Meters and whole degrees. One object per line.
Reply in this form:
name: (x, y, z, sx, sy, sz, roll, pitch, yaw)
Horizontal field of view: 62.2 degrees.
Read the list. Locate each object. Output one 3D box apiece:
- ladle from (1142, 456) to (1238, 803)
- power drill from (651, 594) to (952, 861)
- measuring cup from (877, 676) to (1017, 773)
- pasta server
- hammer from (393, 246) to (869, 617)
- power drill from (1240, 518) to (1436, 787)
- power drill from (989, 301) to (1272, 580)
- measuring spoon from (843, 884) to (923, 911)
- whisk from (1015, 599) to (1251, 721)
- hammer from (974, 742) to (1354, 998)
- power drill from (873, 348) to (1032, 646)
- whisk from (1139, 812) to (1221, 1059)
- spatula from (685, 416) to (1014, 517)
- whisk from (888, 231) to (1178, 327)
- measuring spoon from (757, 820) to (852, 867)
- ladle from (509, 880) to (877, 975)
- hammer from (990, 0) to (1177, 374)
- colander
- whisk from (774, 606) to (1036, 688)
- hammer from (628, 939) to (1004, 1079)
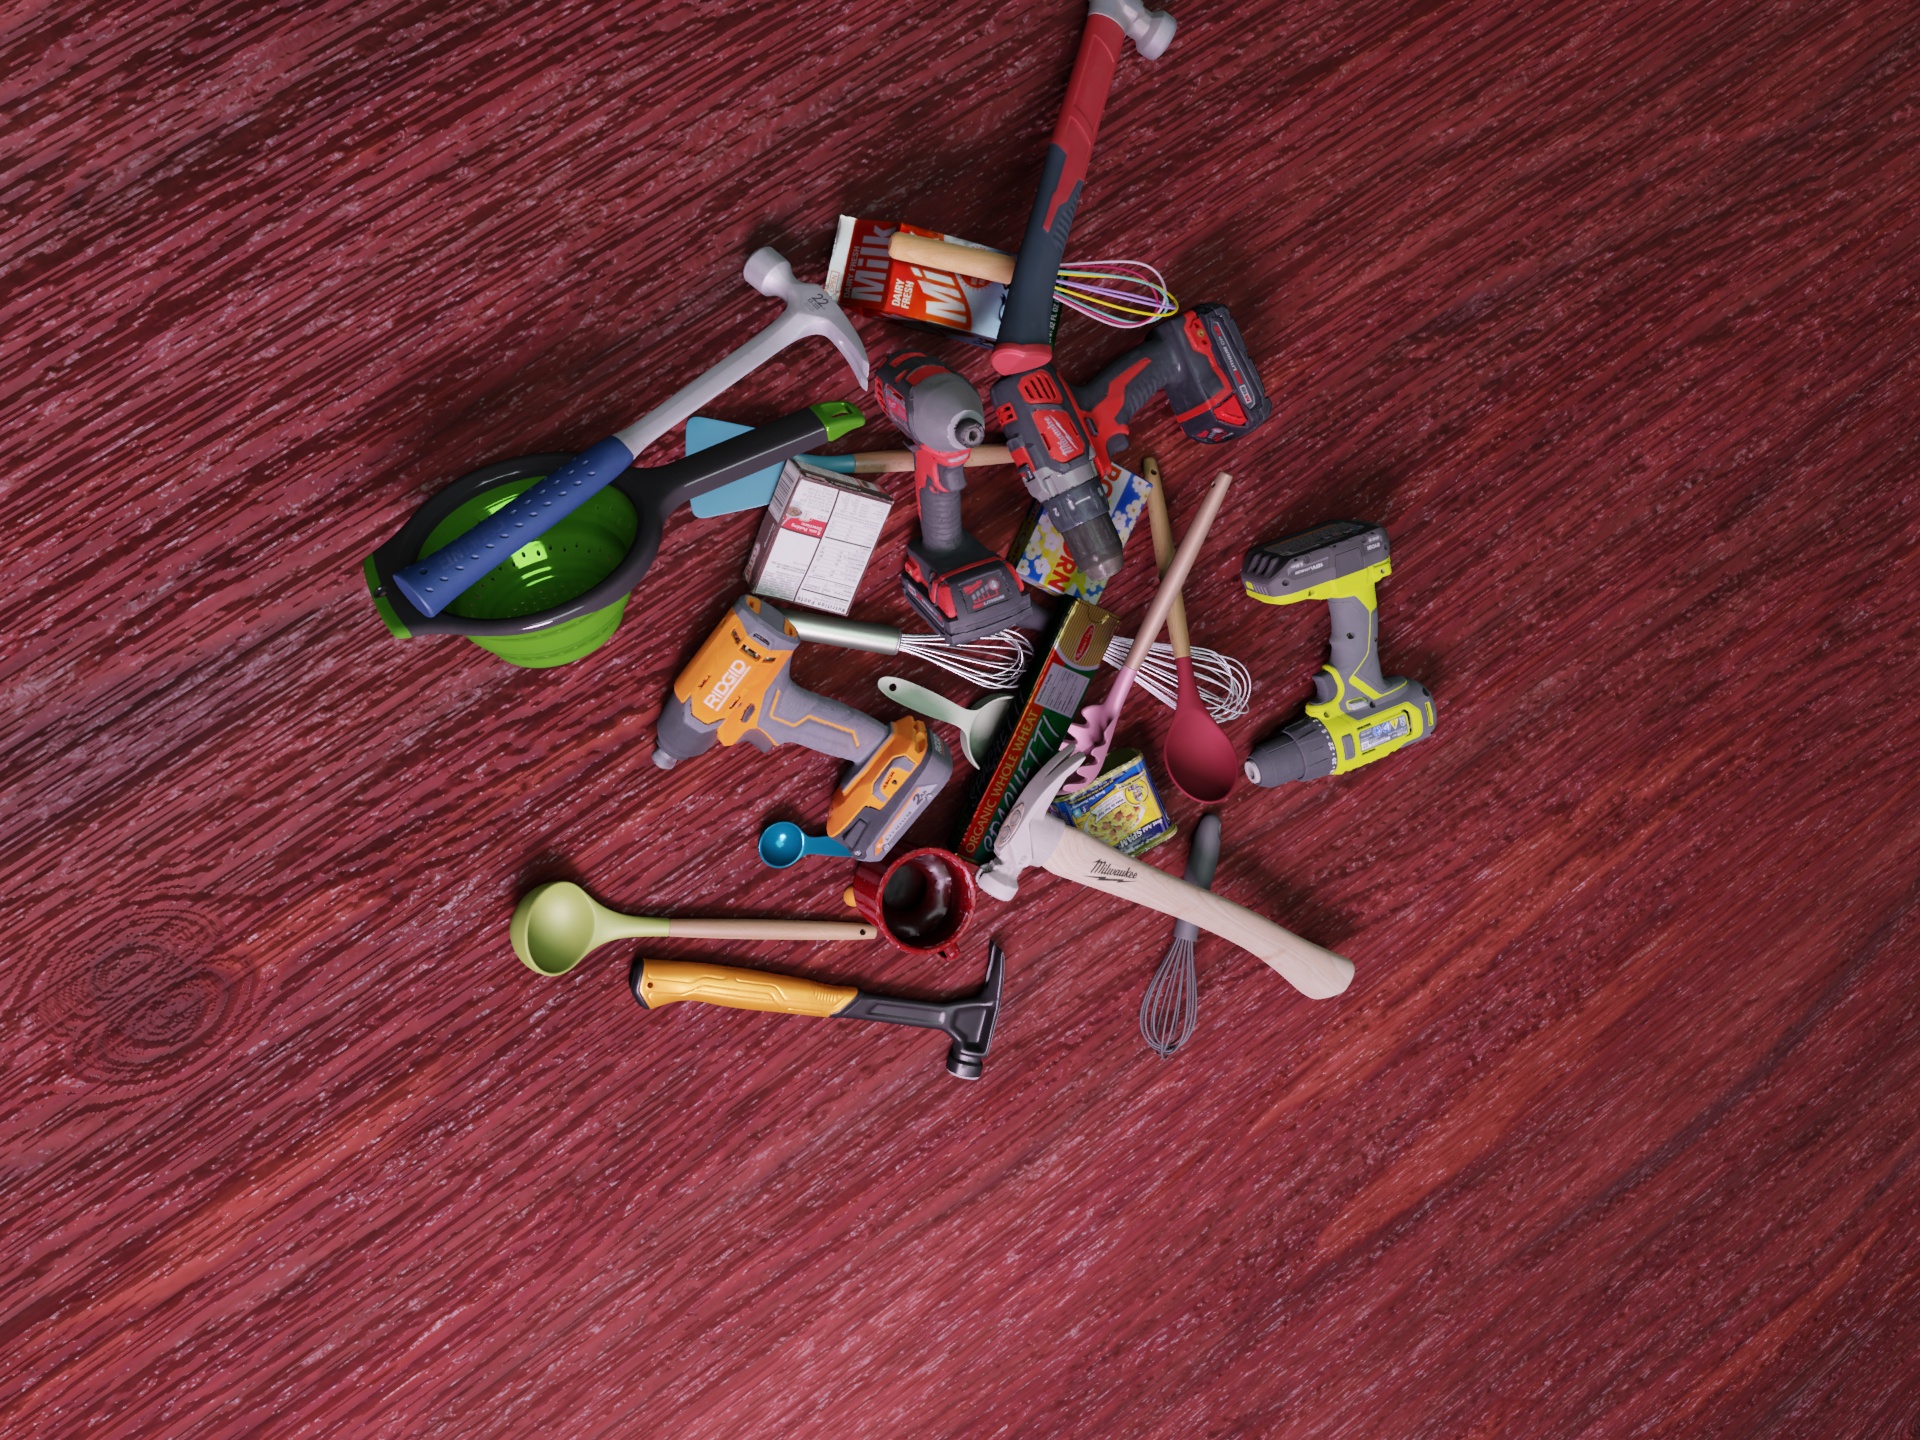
ladle: (0.192, -0.081, 1.407, 0.069, 0.031, 0.315, -6, 82, -18)
power drill: (-0.138, 0.020, 1.333, 0.226, 0.084, 0.164, 36, 105, -17)
measuring cup: (-0.002, -0.004, 1.401, 0.167, 0.038, 0.083, 24, 92, -19)
pasta server: (0.154, -0.072, 1.378, 0.040, 0.060, 0.316, 16, 107, -31)
hammer: (-0.242, -0.208, 1.194, 0.144, 0.035, 0.405, 42, 67, 14)
power drill: (0.338, -0.057, 1.485, 0.190, 0.080, 0.228, -20, 109, -15)
power drill: (0.151, -0.240, 1.353, 0.226, 0.080, 0.188, -27, 96, -21)
measuring spoon: (-0.049, 0.167, 1.431, 0.116, 0.011, 0.021, 13, 96, -20)
whisk: (0.138, -0.064, 1.431, 0.284, 0.070, 0.070, 21, 93, -16)
hammer: (0.212, 0.158, 1.445, 0.410, 0.038, 0.146, 26, 102, -27)
power drill: (-0.007, -0.180, 1.285, 0.078, 0.143, 0.219, -21, 125, -16)
whisk: (0.215, 0.205, 1.512, 0.055, 0.055, 0.239, 12, 92, -20)
spatula: (-0.071, -0.221, 1.345, 0.317, 0.044, 0.082, -7, 103, -22)
whisk: (0.061, -0.358, 1.277, 0.245, 0.051, 0.047, 8, 74, -16)
measuring spoon: (-0.120, 0.107, 1.397, 0.128, 0.021, 0.042, 3, 102, -28)
ladle: (-0.220, 0.179, 1.354, 0.320, 0.062, 0.078, 4, 90, -22)
hammer: (0.070, -0.446, 1.257, 0.143, 0.038, 0.386, 24, 67, -21)
colander: (-0.251, -0.142, 1.240, 0.397, 0.205, 0.094, -25, 139, -15)
whisk: (-0.048, -0.068, 1.373, 0.246, 0.057, 0.059, 9, 63, -17)
hammer: (-0.123, 0.240, 1.408, 0.336, 0.034, 0.127, 11, 98, -20)
